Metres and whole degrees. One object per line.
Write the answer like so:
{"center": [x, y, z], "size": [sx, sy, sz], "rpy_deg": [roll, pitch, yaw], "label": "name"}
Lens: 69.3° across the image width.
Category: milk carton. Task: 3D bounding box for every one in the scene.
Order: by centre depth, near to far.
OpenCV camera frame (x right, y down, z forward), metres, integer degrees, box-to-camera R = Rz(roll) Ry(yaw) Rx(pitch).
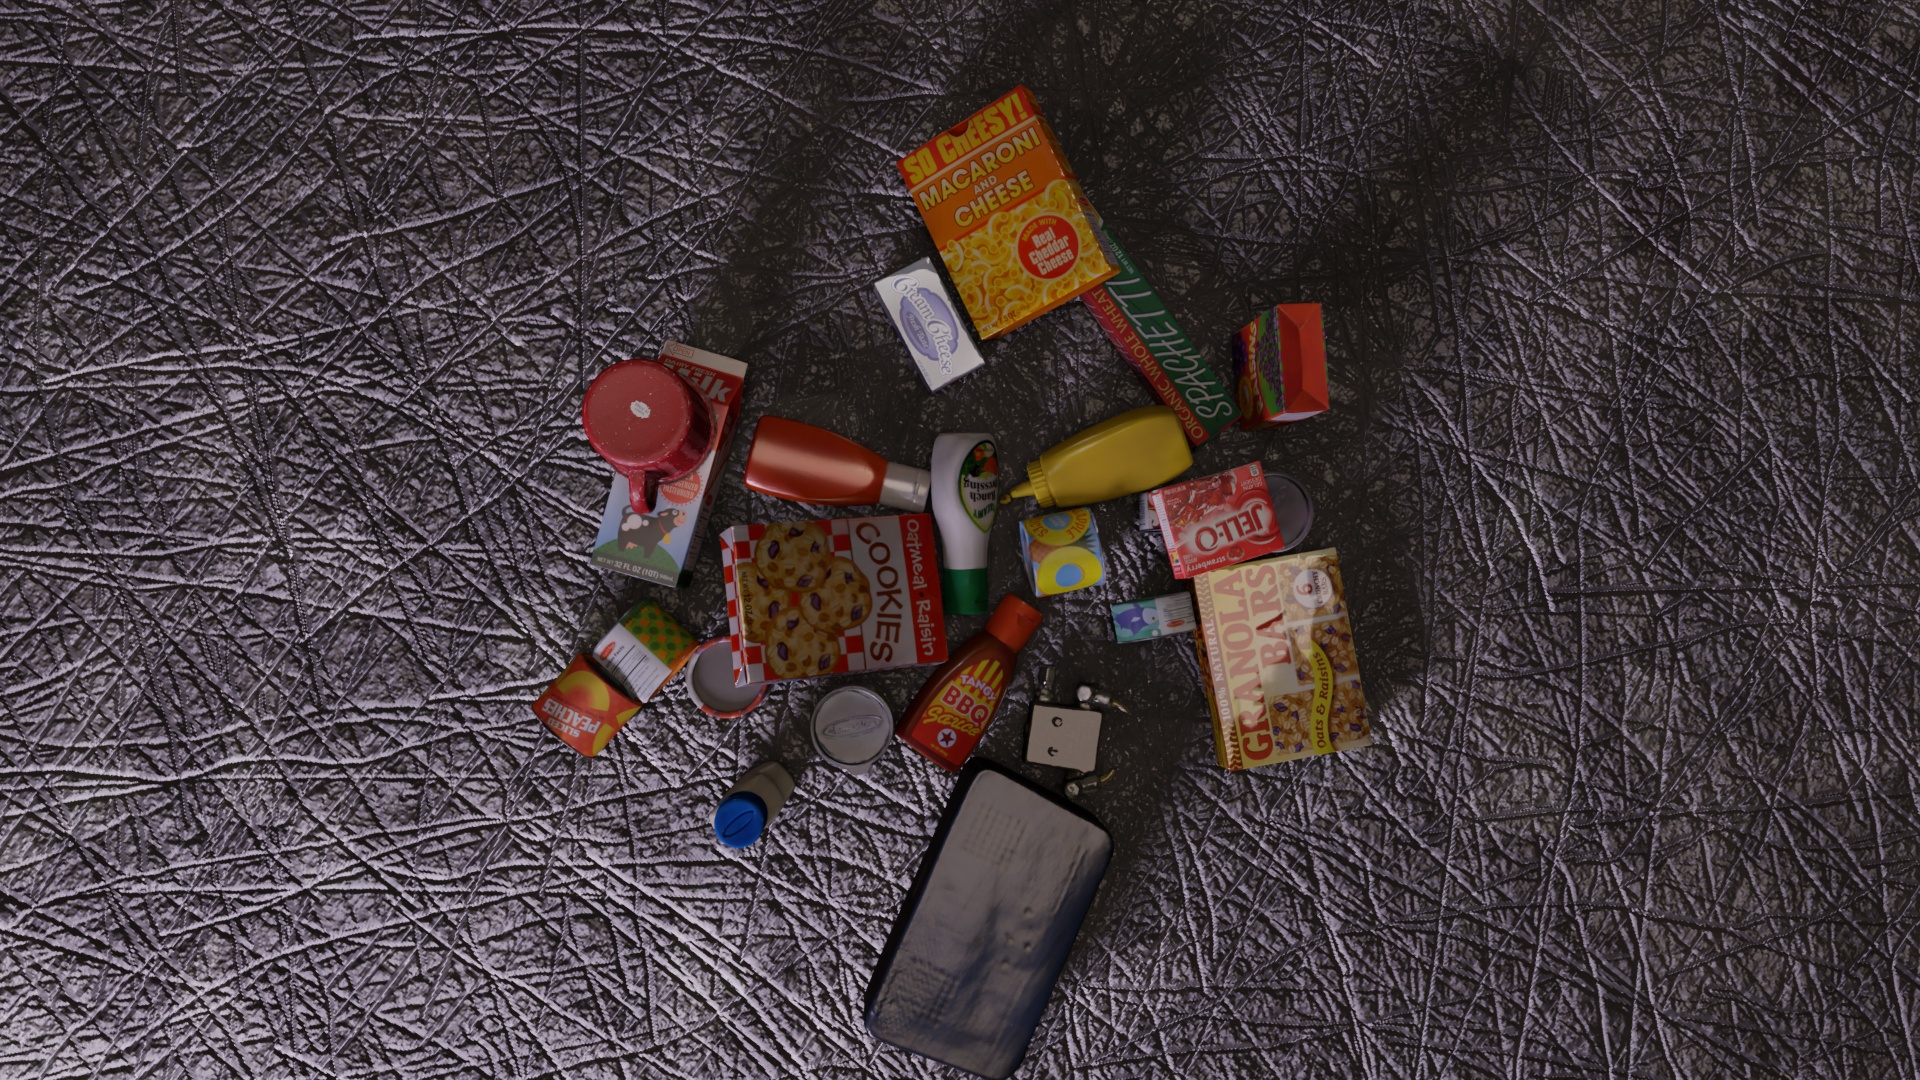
{"center": [-0.230, -0.062, 1.116], "size": [0.072, 0.073, 0.190], "rpy_deg": [16, 86, -2], "label": "milk carton"}

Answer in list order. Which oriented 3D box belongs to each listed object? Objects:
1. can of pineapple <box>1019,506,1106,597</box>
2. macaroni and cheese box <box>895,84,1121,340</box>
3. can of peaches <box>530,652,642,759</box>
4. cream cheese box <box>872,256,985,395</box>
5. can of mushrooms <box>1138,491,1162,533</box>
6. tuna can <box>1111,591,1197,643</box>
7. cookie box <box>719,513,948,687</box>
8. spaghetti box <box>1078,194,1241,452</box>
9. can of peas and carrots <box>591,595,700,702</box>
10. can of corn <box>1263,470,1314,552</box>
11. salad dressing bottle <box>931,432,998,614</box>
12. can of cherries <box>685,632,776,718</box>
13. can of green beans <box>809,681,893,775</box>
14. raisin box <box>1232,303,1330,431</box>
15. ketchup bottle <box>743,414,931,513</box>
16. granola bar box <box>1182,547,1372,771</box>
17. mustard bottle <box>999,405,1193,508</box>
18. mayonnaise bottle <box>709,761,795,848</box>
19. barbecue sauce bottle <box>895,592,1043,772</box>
{"center": [0.082, 0.008, 1.132], "size": [0.058, 0.071, 0.071], "rpy_deg": [-12, 88, -3], "label": "can of pineapple"}
{"center": [0.038, -0.266, 1.135], "size": [0.123, 0.040, 0.166], "rpy_deg": [-26, 89, 21], "label": "macaroni and cheese box"}
{"center": [-0.297, 0.131, 1.105], "size": [0.071, 0.071, 0.058], "rpy_deg": [42, 85, 0], "label": "can of peaches"}
{"center": [-0.026, -0.179, 1.157], "size": [0.053, 0.024, 0.104], "rpy_deg": [-28, 89, -5], "label": "cream cheese box"}
{"center": [0.182, -0.023, 1.139], "size": [0.071, 0.071, 0.033], "rpy_deg": [-2, 87, -3], "label": "can of mushrooms"}
{"center": [0.156, 0.063, 1.136], "size": [0.071, 0.071, 0.033], "rpy_deg": [-10, 87, -3], "label": "tuna can"}
{"center": [-0.099, 0.046, 1.101], "size": [0.168, 0.040, 0.123], "rpy_deg": [-4, 81, -24], "label": "cookie box"}
{"center": [0.144, -0.189, 1.164], "size": [0.050, 0.028, 0.250], "rpy_deg": [-36, 89, -3], "label": "spaghetti box"}
{"center": [-0.250, 0.086, 1.114], "size": [0.059, 0.071, 0.071], "rpy_deg": [42, 86, -1], "label": "can of peas and carrots"}
{"center": [0.249, -0.024, 1.147], "size": [0.071, 0.058, 0.071], "rpy_deg": [0, 88, -3], "label": "can of corn"}
{"center": [0.004, -0.014, 1.136], "size": [0.044, 0.064, 0.147], "rpy_deg": [3, 96, 37], "label": "salad dressing bottle"}
{"center": [-0.182, 0.107, 1.118], "size": [0.071, 0.058, 0.071], "rpy_deg": [0, 88, -2], "label": "can of cherries"}
{"center": [-0.087, 0.148, 1.121], "size": [0.071, 0.058, 0.071], "rpy_deg": [0, 87, -3], "label": "can of green beans"}
{"center": [0.256, -0.137, 1.120], "size": [0.040, 0.123, 0.086], "rpy_deg": [-4, 88, -4], "label": "raisin box"}
{"center": [-0.099, -0.056, 1.138], "size": [0.149, 0.043, 0.064], "rpy_deg": [14, 88, -2], "label": "ketchup bottle"}
{"center": [0.262, 0.097, 1.151], "size": [0.124, 0.039, 0.165], "rpy_deg": [-10, 88, -4], "label": "granola bar box"}
{"center": [0.107, -0.061, 1.141], "size": [0.160, 0.049, 0.065], "rpy_deg": [-18, 105, 7], "label": "mustard bottle"}
{"center": [-0.163, 0.206, 1.069], "size": [0.065, 0.148, 0.041], "rpy_deg": [-39, 90, -3], "label": "mayonnaise bottle"}
{"center": [0.012, 0.113, 1.134], "size": [0.065, 0.043, 0.148], "rpy_deg": [36, 85, -18], "label": "barbecue sauce bottle"}
